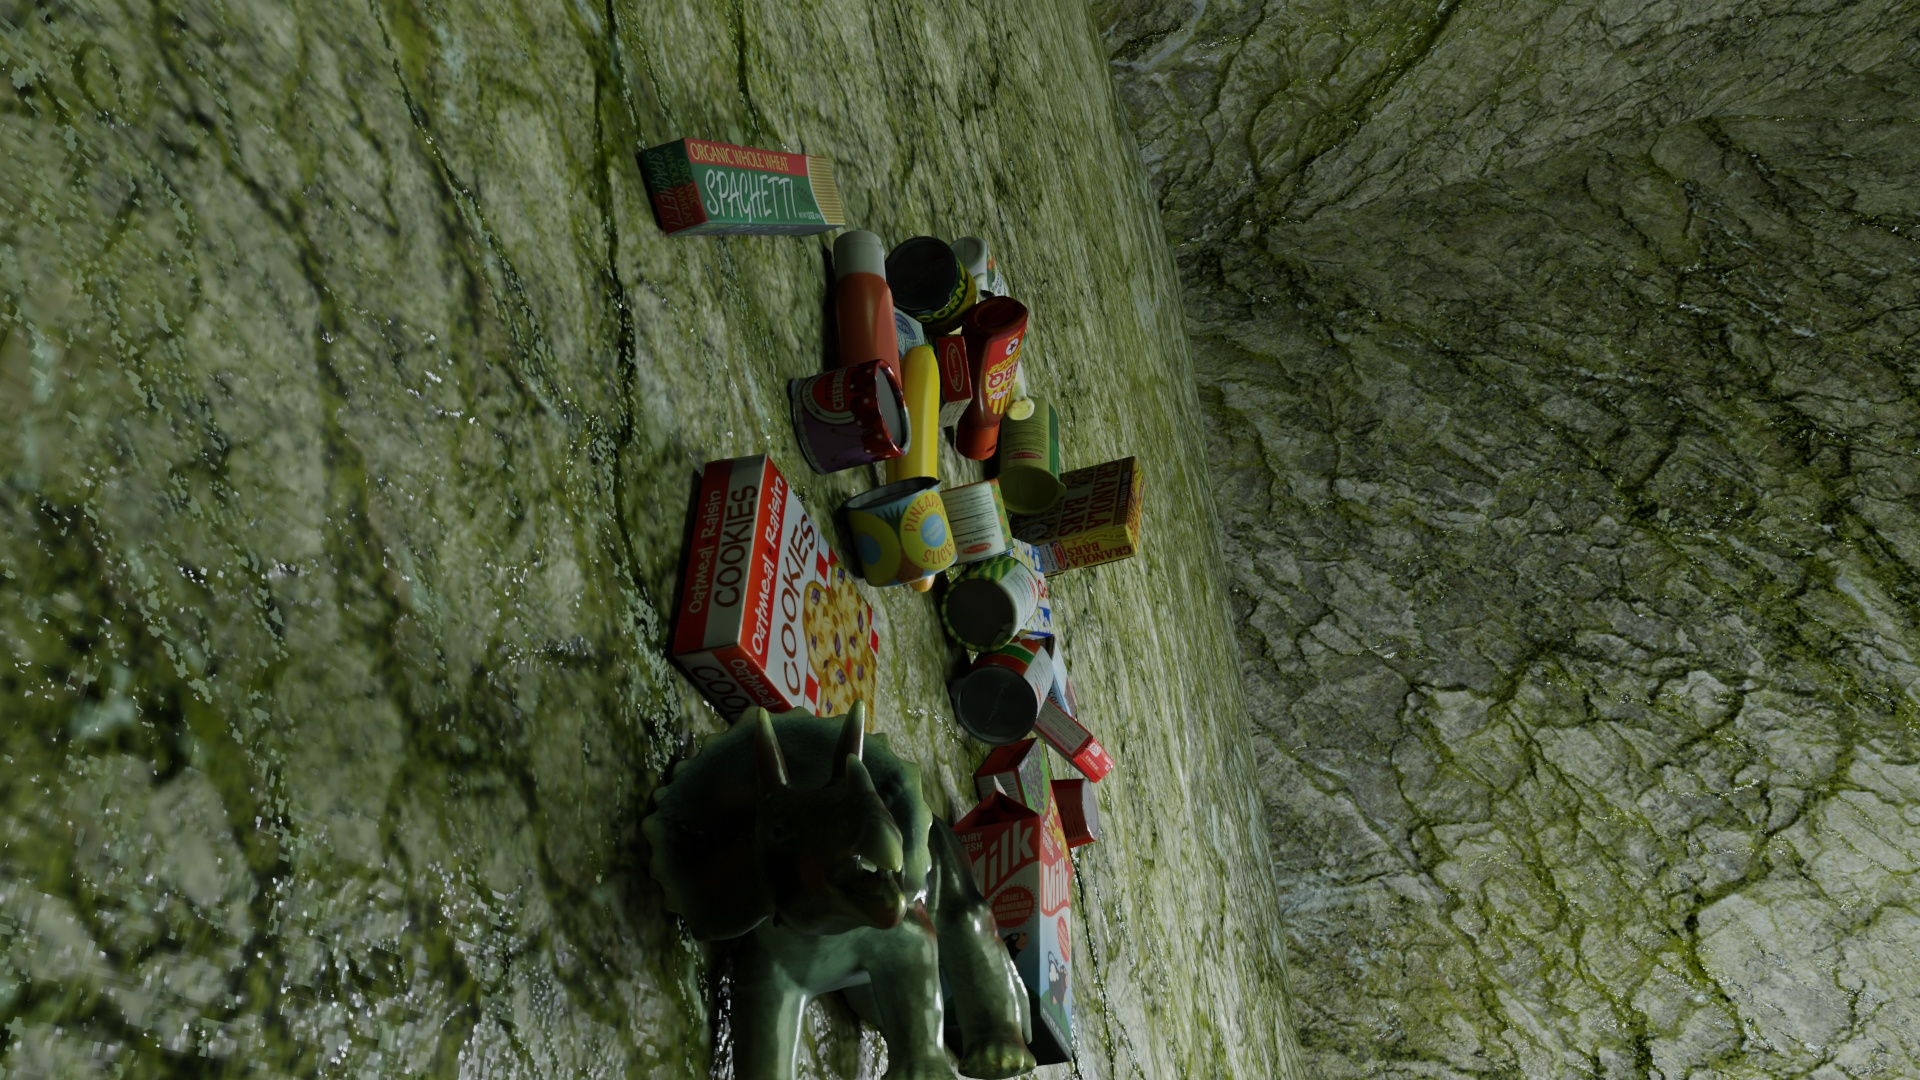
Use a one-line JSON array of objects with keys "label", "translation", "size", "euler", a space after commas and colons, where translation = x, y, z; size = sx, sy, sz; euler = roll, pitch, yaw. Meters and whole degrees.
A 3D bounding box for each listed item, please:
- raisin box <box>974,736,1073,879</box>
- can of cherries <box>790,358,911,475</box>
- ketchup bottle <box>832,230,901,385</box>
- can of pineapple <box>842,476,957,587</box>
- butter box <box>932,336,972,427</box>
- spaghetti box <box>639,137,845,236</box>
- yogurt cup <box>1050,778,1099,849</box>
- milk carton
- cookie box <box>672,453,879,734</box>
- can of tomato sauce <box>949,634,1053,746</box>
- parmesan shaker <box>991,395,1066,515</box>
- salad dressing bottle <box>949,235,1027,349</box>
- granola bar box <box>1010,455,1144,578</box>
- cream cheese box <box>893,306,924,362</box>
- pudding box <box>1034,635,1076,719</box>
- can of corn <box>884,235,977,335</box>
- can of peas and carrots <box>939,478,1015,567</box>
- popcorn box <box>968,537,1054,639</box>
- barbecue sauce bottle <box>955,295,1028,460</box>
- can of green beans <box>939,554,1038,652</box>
[{"label": "raisin box", "translation": [0.052, 0.232, 1.125], "size": [0.086, 0.040, 0.123], "euler": [-32, 107, -74]}, {"label": "can of cherries", "translation": [-0.071, -0.083, 0.908], "size": [0.071, 0.058, 0.071], "euler": [-13, 91, -75]}, {"label": "ketchup bottle", "translation": [-0.068, -0.151, 0.997], "size": [0.064, 0.043, 0.149], "euler": [61, 21, -66]}, {"label": "can of pineapple", "translation": [-0.039, -0.006, 0.940], "size": [0.071, 0.071, 0.057], "euler": [-54, 130, -69]}, {"label": "butter box", "translation": [-0.012, -0.128, 1.133], "size": [0.103, 0.024, 0.053], "euler": [137, -54, -79]}, {"label": "spaghetti box", "translation": [-0.128, -0.218, 0.871], "size": [0.251, 0.028, 0.050], "euler": [-43, 118, -72]}, {"label": "yogurt cup", "translation": [0.089, 0.240, 1.216], "size": [0.072, 0.054, 0.072], "euler": [-14, 91, -74]}, {"label": "milk carton", "translation": [0.033, 0.262, 0.974], "size": [0.191, 0.073, 0.072], "euler": [-86, 157, -46]}, {"label": "cookie box", "translation": [-0.095, 0.052, 0.759], "size": [0.166, 0.040, 0.123], "euler": [61, 23, -48]}, {"label": "can of tomato sauce", "translation": [0.034, 0.117, 1.106], "size": [0.083, 0.071, 0.071], "euler": [-48, 124, -71]}, {"label": "parmesan shaker", "translation": [0.067, -0.084, 1.355], "size": [0.103, 0.071, 0.071], "euler": [-87, 158, -44]}, {"label": "salad dressing bottle", "translation": [0.028, -0.242, 1.392], "size": [0.147, 0.044, 0.064], "euler": [54, 29, -54]}, {"label": "granola bar box", "translation": [0.116, -0.022, 1.379], "size": [0.166, 0.124, 0.039], "euler": [-70, 143, -62]}, {"label": "cream cheese box", "translation": [-0.054, -0.153, 1.083], "size": [0.104, 0.024, 0.053], "euler": [11, 69, -73]}, {"label": "pudding box", "translation": [0.086, 0.139, 1.325], "size": [0.050, 0.030, 0.083], "euler": [-76, 150, -60]}, {"label": "can of corn", "translation": [-0.024, -0.207, 1.147], "size": [0.058, 0.071, 0.071], "euler": [34, 46, -68]}, {"label": "can of peas and carrots", "translation": [0.004, -0.014, 1.102], "size": [0.071, 0.071, 0.058], "euler": [-28, 105, -74]}, {"label": "popcorn box", "translation": [0.046, 0.045, 1.245], "size": [0.126, 0.038, 0.085], "euler": [20, 59, -71]}, {"label": "barbecue sauce bottle", "translation": [0.021, -0.135, 1.193], "size": [0.065, 0.044, 0.147], "euler": [-39, 152, -37]}, {"label": "can of green beans", "translation": [0.023, 0.050, 1.106], "size": [0.058, 0.071, 0.071], "euler": [-38, 115, -66]}]
